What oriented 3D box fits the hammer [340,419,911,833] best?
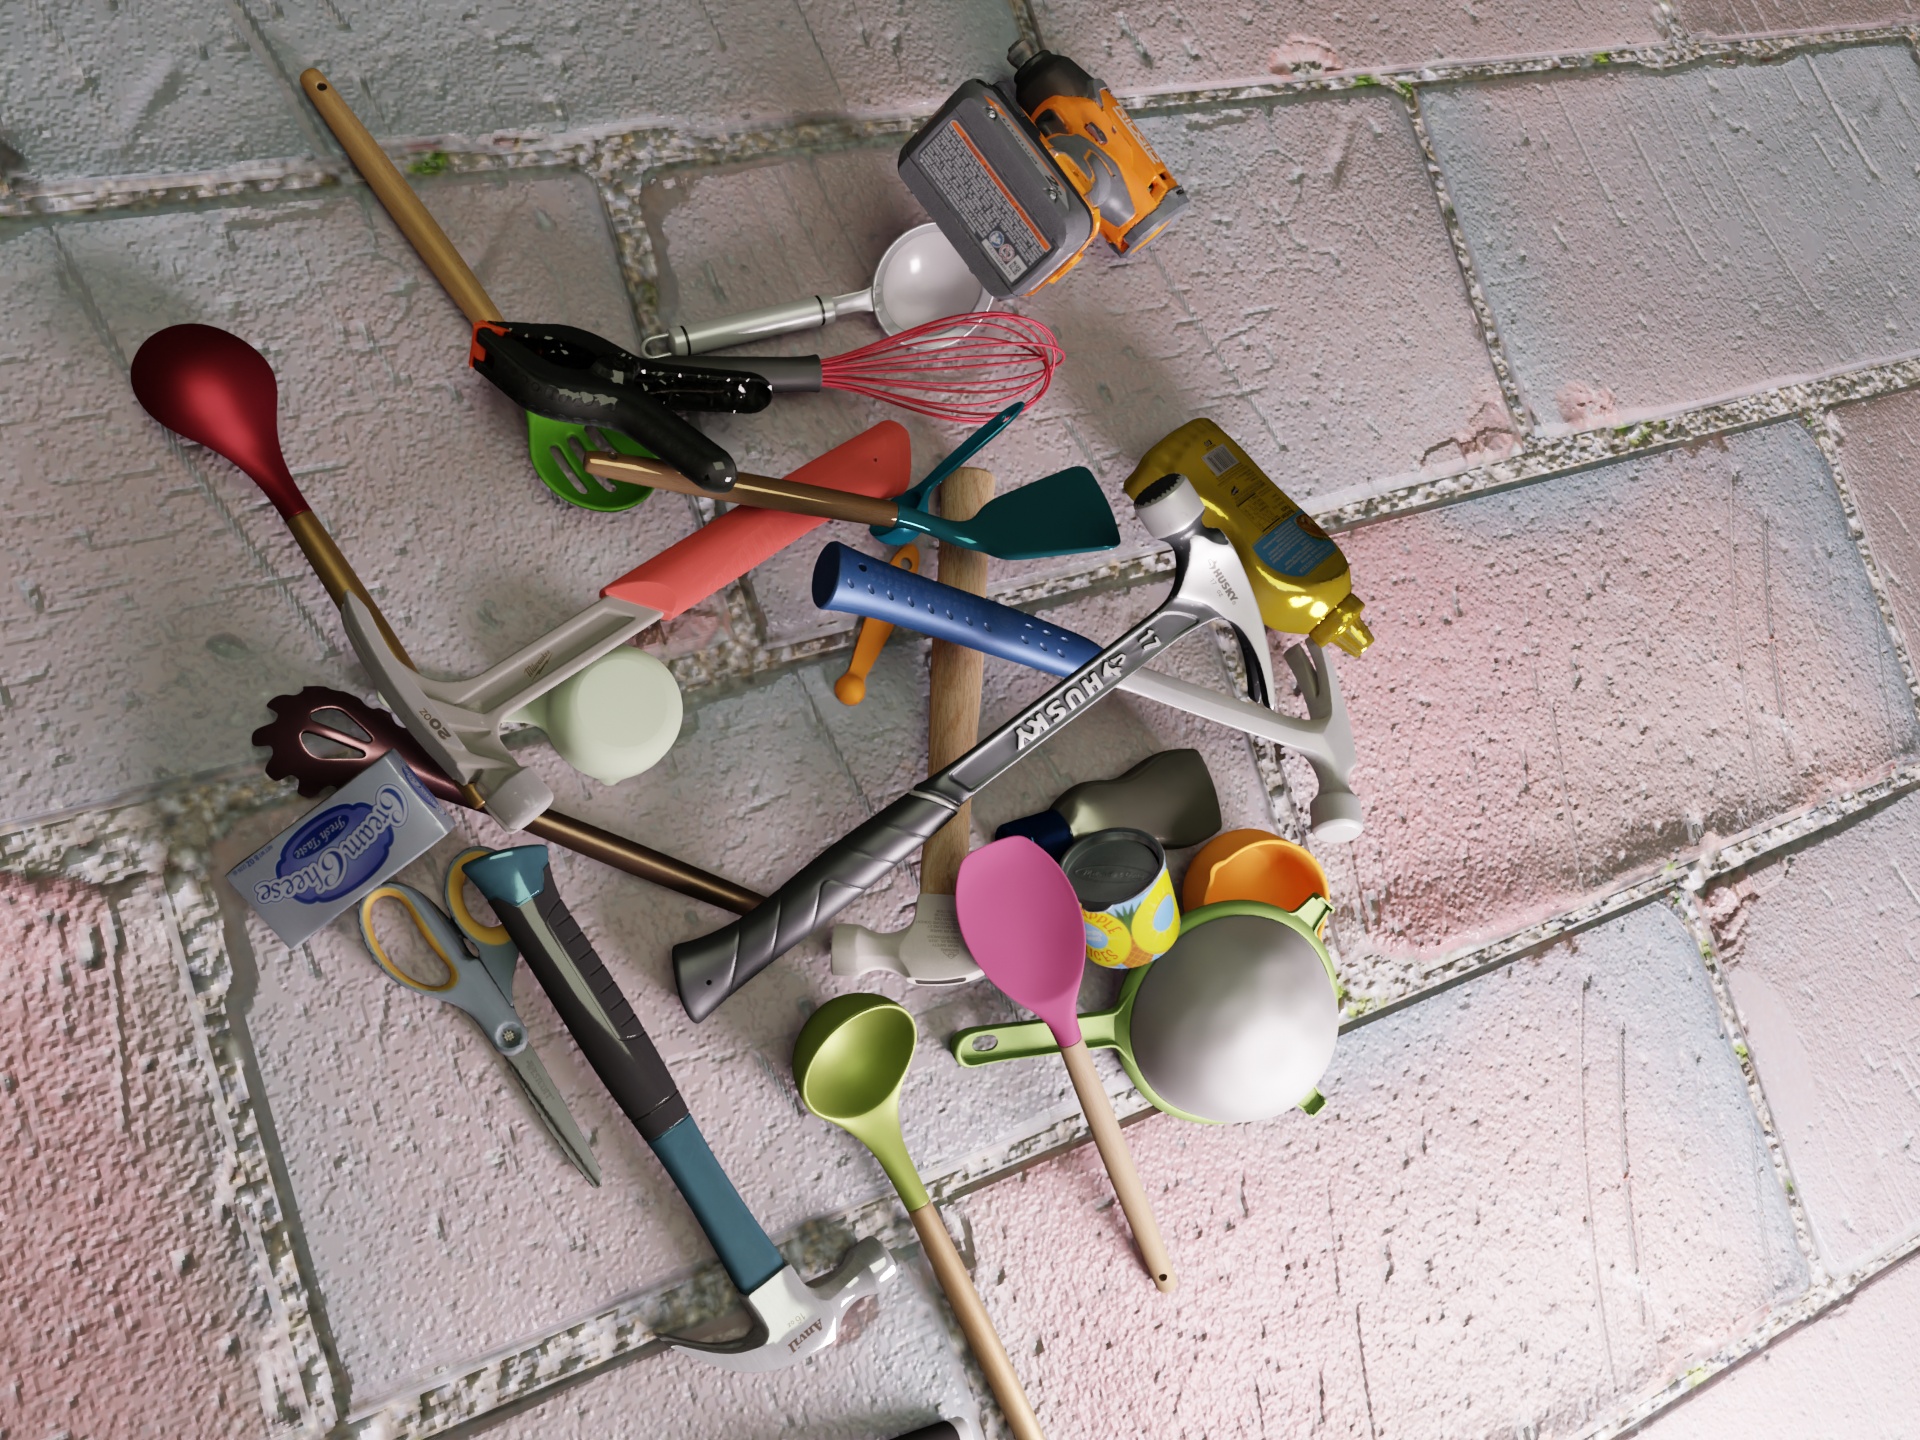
[{"bbox_3d":[-0.164,-0.091,0.913,0.359,0.036,0.149,-39,90,-34],"label":"hammer"}]

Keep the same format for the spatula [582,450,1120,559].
[{"bbox_3d":[-0.060,-0.135,0.937,0.317,0.044,0.082,6,43,-23],"label":"spatula"}]

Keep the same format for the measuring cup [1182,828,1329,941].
[{"bbox_3d":[0.163,0.148,1.032,0.095,0.052,0.173,36,92,-18],"label":"measuring cup"}]

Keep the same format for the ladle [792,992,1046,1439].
[{"bbox_3d":[-0.008,0.304,0.916,0.078,0.062,0.320,-26,93,-25],"label":"ladle"}]

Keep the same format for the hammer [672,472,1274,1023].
[{"bbox_3d":[0.004,0.037,0.912,0.409,0.036,0.149,-37,109,-4],"label":"hammer"}]

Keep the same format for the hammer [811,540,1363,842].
[{"bbox_3d":[0.094,-0.036,0.993,0.405,0.035,0.144,17,58,-29],"label":"hammer"}]

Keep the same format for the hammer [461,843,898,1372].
[{"bbox_3d":[-0.166,0.209,0.867,0.128,0.033,0.331,-33,97,-27],"label":"hammer"}]

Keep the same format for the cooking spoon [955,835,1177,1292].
[{"bbox_3d":[0.073,0.210,0.941,0.069,0.017,0.318,-21,107,0],"label":"cooking spoon"}]

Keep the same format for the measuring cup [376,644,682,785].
[{"bbox_3d":[-0.237,-0.010,0.891,0.167,0.038,0.083,5,77,-24],"label":"measuring cup"}]

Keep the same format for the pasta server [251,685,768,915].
[{"bbox_3d":[-0.232,0.059,0.888,0.316,0.040,0.060,25,70,-21],"label":"pasta server"}]

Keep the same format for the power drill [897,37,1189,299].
[{"bbox_3d":[0.052,-0.367,1.034,0.164,0.084,0.226,52,36,-4],"label":"power drill"}]

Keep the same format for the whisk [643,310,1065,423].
[{"bbox_3d":[-0.071,-0.218,0.998,0.295,0.073,0.073,-7,82,-19],"label":"whisk"}]

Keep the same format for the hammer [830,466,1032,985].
[{"bbox_3d":[-0.002,-0.003,0.981,0.130,0.031,0.331,3,72,2],"label":"hammer"}]

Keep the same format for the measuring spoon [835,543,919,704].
[{"bbox_3d":[-0.050,-0.062,0.998,0.021,0.011,0.117,28,69,-16],"label":"measuring spoon"}]

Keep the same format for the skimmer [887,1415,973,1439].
[{"bbox_3d":[-0.163,0.429,0.836,0.363,0.090,0.127,-5,77,-34],"label":"skimmer"}]

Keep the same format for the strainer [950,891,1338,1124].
[{"bbox_3d":[0.125,0.195,0.968,0.256,0.069,0.151,-4,104,-14],"label":"strainer"}]

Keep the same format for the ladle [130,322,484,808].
[{"bbox_3d":[-0.341,-0.086,0.851,0.069,0.031,0.315,-33,88,-29],"label":"ladle"}]

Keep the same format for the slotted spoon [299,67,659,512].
[{"bbox_3d":[-0.285,-0.249,0.929,0.070,0.031,0.314,-38,93,-26],"label":"slotted spoon"}]

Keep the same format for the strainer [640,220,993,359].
[{"bbox_3d":[-0.080,-0.266,1.013,0.258,0.050,0.086,-19,130,-20],"label":"strainer"}]

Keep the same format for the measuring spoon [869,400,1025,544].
[{"bbox_3d":[-0.003,-0.153,1.007,0.128,0.042,0.021,-42,120,-4],"label":"measuring spoon"}]
